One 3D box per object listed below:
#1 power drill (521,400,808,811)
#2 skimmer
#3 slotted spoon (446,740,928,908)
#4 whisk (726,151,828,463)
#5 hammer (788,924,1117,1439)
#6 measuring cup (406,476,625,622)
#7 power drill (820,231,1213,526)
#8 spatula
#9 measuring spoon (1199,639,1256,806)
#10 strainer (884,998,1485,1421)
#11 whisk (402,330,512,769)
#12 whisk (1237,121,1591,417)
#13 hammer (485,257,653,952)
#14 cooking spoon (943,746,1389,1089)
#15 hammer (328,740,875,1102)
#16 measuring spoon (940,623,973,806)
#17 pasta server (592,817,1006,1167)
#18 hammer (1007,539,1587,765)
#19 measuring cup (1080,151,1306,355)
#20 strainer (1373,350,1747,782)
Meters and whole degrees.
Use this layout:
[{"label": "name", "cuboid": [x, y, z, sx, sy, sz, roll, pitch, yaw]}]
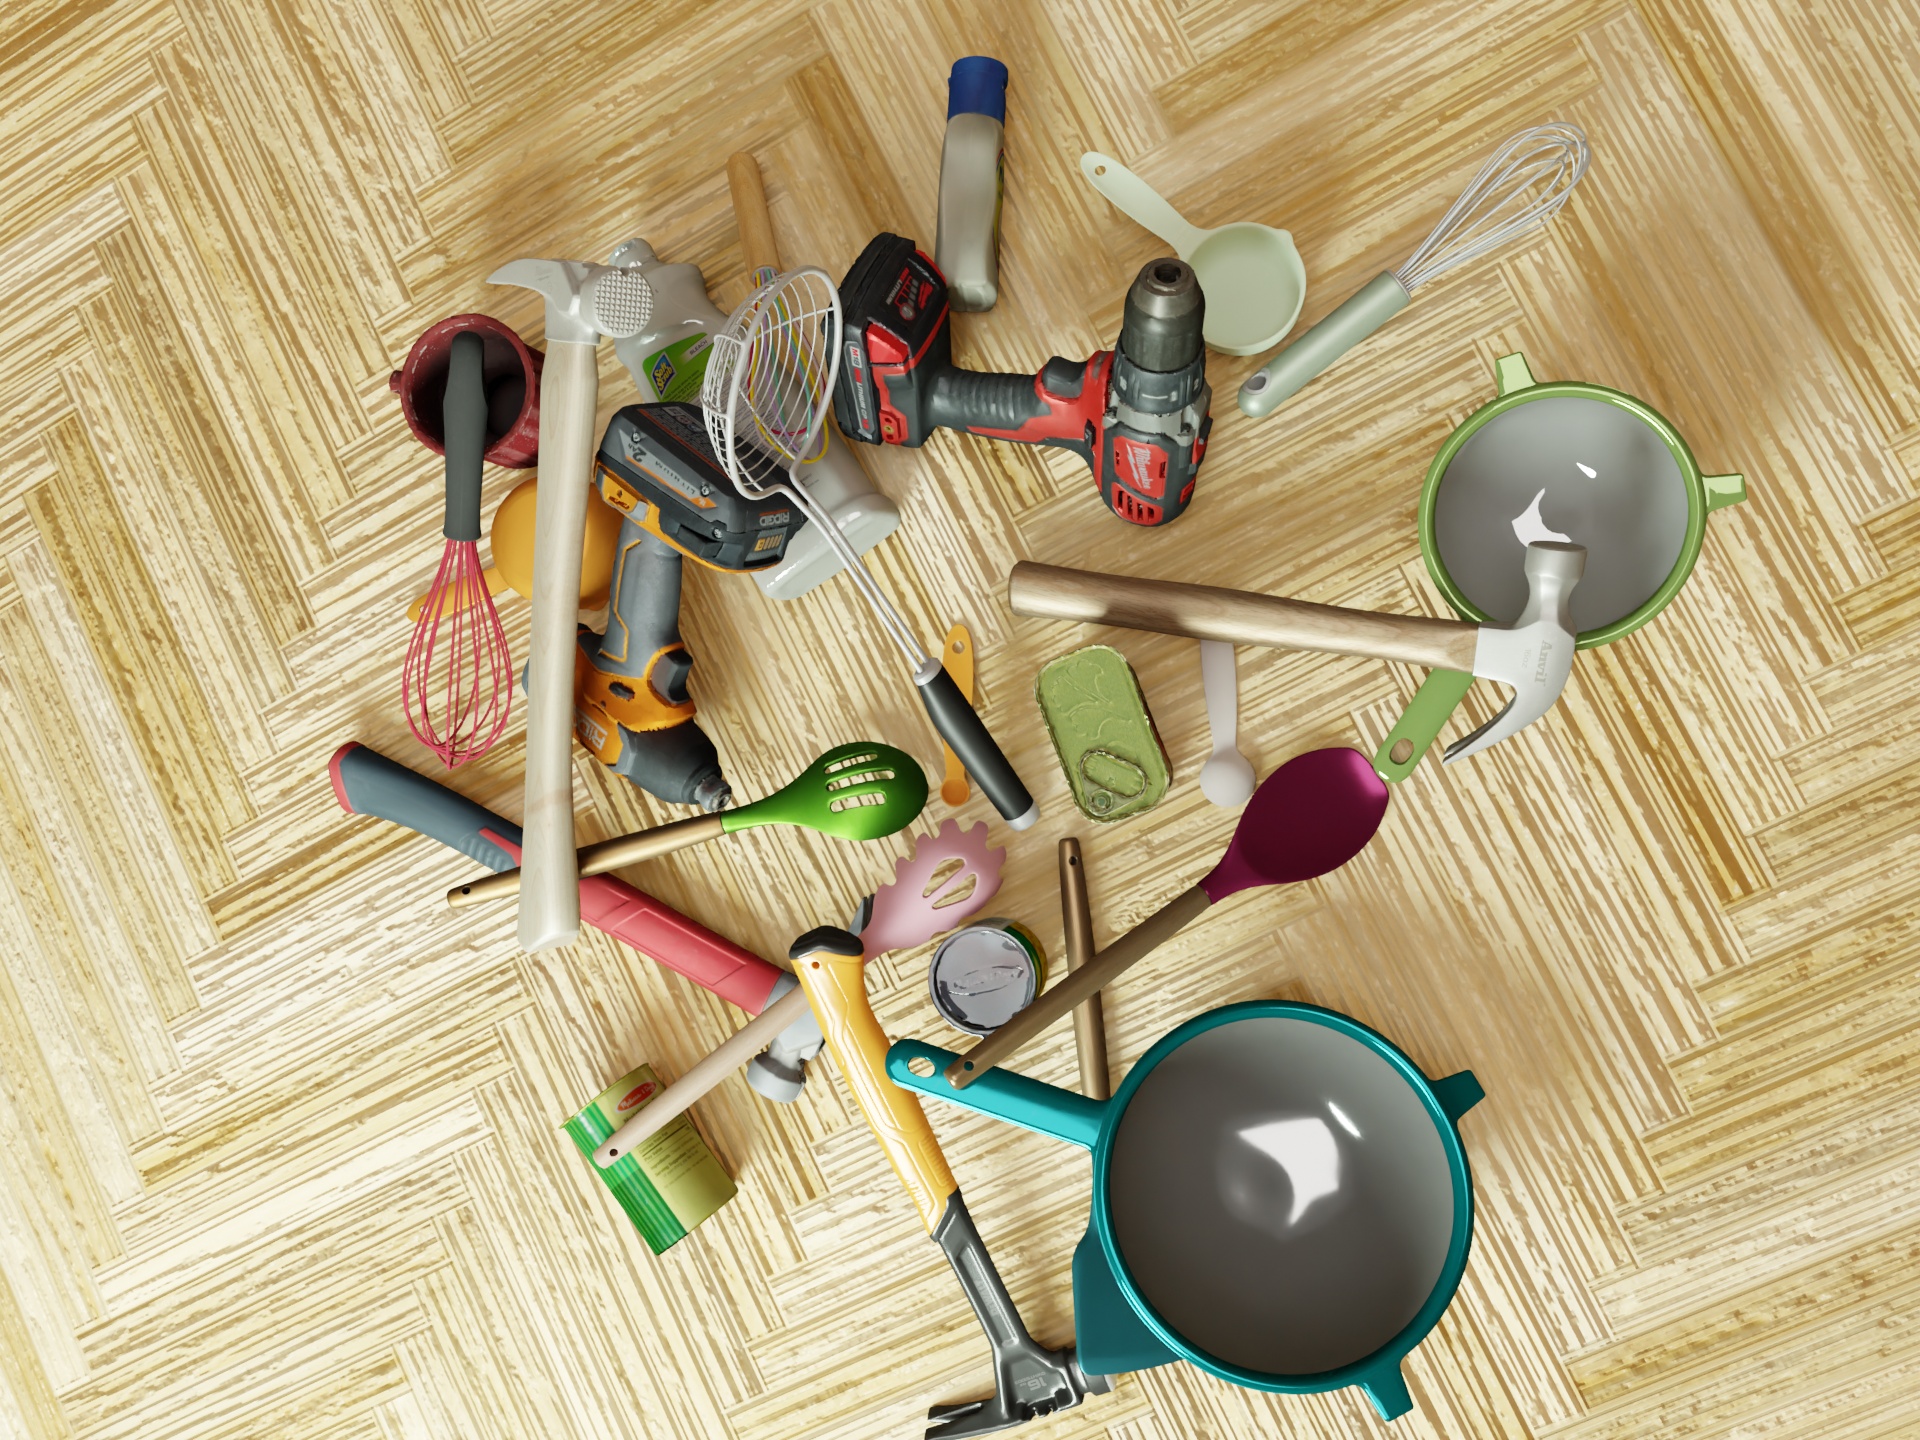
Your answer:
[{"label": "power drill", "cuboid": [-0.175, -0.060, 0.973, 0.164, 0.084, 0.226, 38, 121, 21]}, {"label": "skimmer", "cuboid": [-0.030, -0.082, 0.911, 0.090, 0.127, 0.363, -15, 119, 38]}, {"label": "slotted spoon", "cuboid": [-0.175, 0.073, 1.008, 0.314, 0.031, 0.070, -15, 62, 2]}, {"label": "whisk", "cuboid": [-0.120, -0.261, 0.985, 0.047, 0.051, 0.245, -8, 64, -12]}, {"label": "hammer", "cuboid": [-0.027, 0.281, 0.966, 0.127, 0.034, 0.337, -23, 99, 11]}, {"label": "measuring cup", "cuboid": [-0.303, -0.103, 1.053, 0.173, 0.052, 0.095, -22, 85, 9]}, {"label": "power drill", "cuboid": [0.038, -0.210, 0.923, 0.227, 0.187, 0.080, 19, 63, 13]}, {"label": "spatula", "cuboid": [0.088, 0.230, 0.976, 0.082, 0.044, 0.317, -6, 86, -13]}, {"label": "measuring spoon", "cuboid": [0.160, -0.009, 0.975, 0.034, 0.018, 0.124, -5, 88, 12]}, {"label": "strainer", "cuboid": [0.120, 0.255, 0.932, 0.340, 0.095, 0.211, 17, 73, 8]}, {"label": "whisk", "cuboid": [-0.314, -0.099, 1.001, 0.073, 0.073, 0.295, 17, 117, 11]}, {"label": "whisk", "cuboid": [0.267, -0.263, 0.945, 0.246, 0.059, 0.058, -38, 46, 13]}, {"label": "hammer", "cuboid": [-0.245, -0.062, 0.945, 0.146, 0.038, 0.410, 22, 111, 47]}, {"label": "cooking spoon", "cuboid": [0.122, 0.116, 0.930, 0.319, 0.017, 0.069, -34, 81, -13]}, {"label": "hammer", "cuboid": [-0.245, 0.097, 1.048, 0.386, 0.038, 0.143, 27, 94, 11]}, {"label": "measuring spoon", "cuboid": [-0.002, -0.003, 1.015, 0.021, 0.011, 0.117, 0, 86, 11]}, {"label": "pasta server", "cuboid": [-0.101, 0.173, 0.983, 0.316, 0.040, 0.060, -39, 95, 3]}, {"label": "hammer", "cuboid": [0.185, -0.056, 0.936, 0.331, 0.031, 0.130, 9, 108, 22]}, {"label": "measuring cup", "cuboid": [0.138, -0.290, 0.973, 0.168, 0.038, 0.083, 43, 98, 11]}, {"label": "strainer", "cuboid": [0.319, -0.075, 0.929, 0.151, 0.069, 0.256, 33, 113, 11]}]
